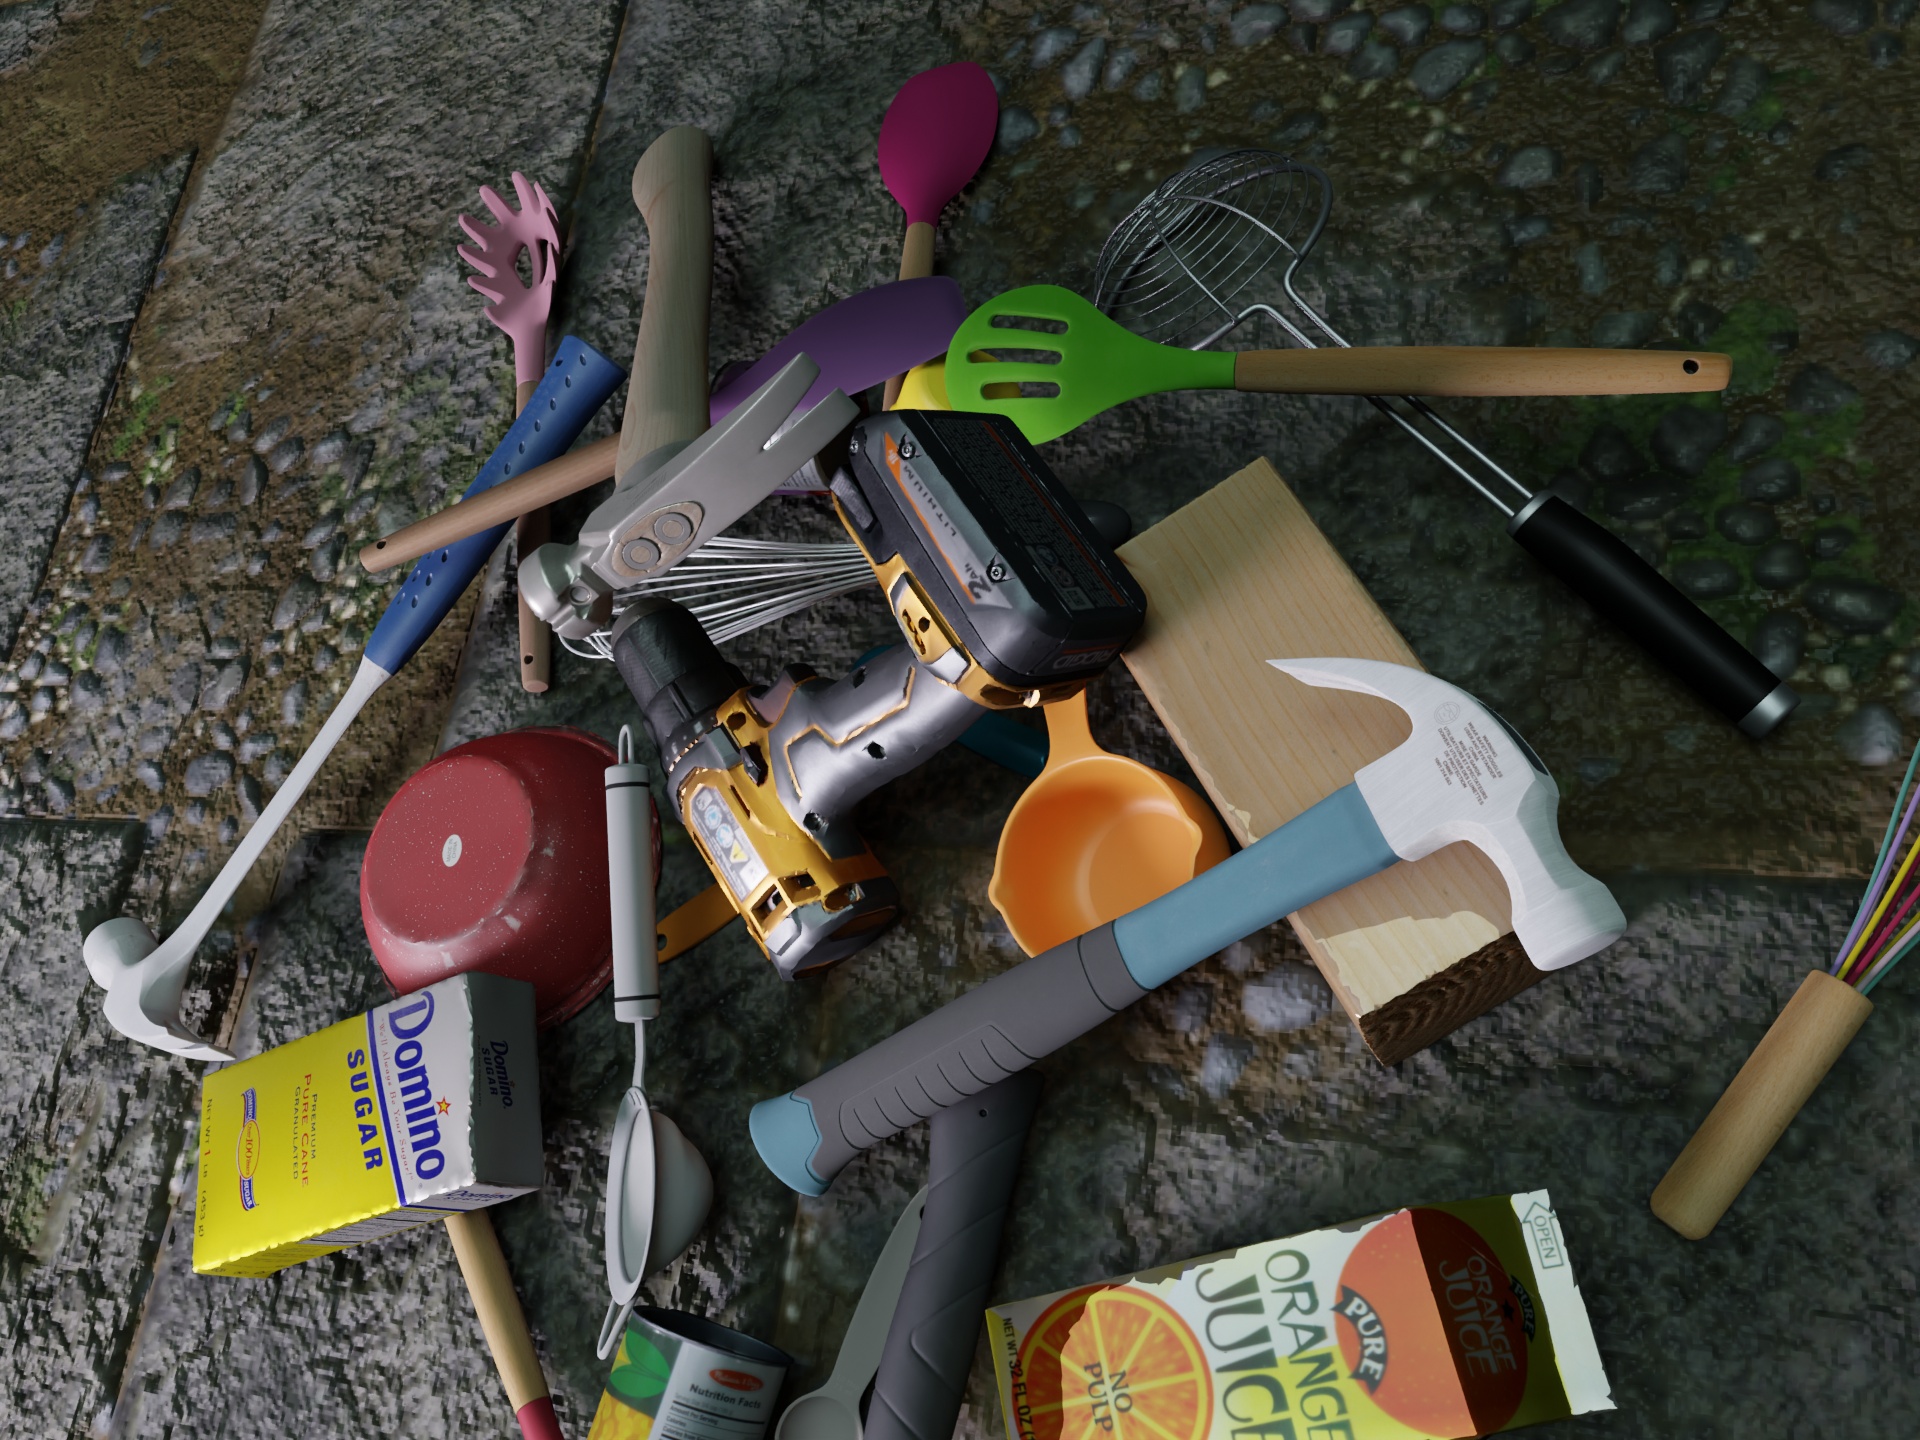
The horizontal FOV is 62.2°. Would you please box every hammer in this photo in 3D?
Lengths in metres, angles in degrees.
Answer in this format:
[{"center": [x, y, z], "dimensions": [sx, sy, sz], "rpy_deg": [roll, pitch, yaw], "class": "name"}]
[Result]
[{"center": [-0.031, 0.322, 0.562], "dimensions": [0.149, 0.036, 0.409], "rpy_deg": [12, 70, 9], "class": "hammer"}, {"center": [-0.292, -0.017, 0.791], "dimensions": [0.144, 0.035, 0.405], "rpy_deg": [27, 81, 48], "class": "hammer"}, {"center": [-0.125, -0.201, 0.741], "dimensions": [0.146, 0.038, 0.411], "rpy_deg": [-34, 36, 18], "class": "hammer"}, {"center": [0.050, 0.090, 0.561], "dimensions": [0.331, 0.033, 0.128], "rpy_deg": [-34, 62, 25], "class": "hammer"}]

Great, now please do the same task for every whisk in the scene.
[{"center": [0.311, 0.072, 0.542], "dimensions": [0.051, 0.047, 0.245], "rpy_deg": [36, 88, 29], "class": "whisk"}, {"center": [-0.060, -0.069, 0.746], "dimensions": [0.284, 0.070, 0.070], "rpy_deg": [-7, 66, 13], "class": "whisk"}]

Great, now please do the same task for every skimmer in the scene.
[{"center": [0.195, -0.119, 0.677], "dimensions": [0.127, 0.090, 0.363], "rpy_deg": [-45, 70, 5], "class": "skimmer"}]

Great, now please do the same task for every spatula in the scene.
[{"center": [-0.144, -0.135, 0.745], "dimensions": [0.316, 0.018, 0.060], "rpy_deg": [-22, 57, 10], "class": "spatula"}]

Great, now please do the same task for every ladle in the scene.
[{"center": [-0.189, 0.264, 0.667], "dimensions": [0.069, 0.031, 0.316], "rpy_deg": [-37, 58, 6], "class": "ladle"}]

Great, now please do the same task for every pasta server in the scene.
[{"center": [-0.237, -0.161, 0.861], "dimensions": [0.060, 0.040, 0.316], "rpy_deg": [-16, 64, 17], "class": "pasta server"}]

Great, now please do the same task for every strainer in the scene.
[{"center": [-0.133, 0.128, 0.667], "dimensions": [0.050, 0.087, 0.258], "rpy_deg": [0, 80, -24], "class": "strainer"}]

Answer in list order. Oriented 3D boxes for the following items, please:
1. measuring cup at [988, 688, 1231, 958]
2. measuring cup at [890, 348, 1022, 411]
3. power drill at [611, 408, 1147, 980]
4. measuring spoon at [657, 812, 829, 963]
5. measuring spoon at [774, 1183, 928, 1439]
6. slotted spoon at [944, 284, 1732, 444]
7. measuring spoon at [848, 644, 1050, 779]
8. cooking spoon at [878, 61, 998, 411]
[{"center": [0.058, 0.021, 0.645], "dimensions": [0.095, 0.052, 0.174], "rpy_deg": [-20, 66, 30], "class": "measuring cup"}, {"center": [-0.001, -0.102, 0.696], "dimensions": [0.062, 0.029, 0.157], "rpy_deg": [8, 57, -10], "class": "measuring cup"}, {"center": [-0.052, -0.027, 0.647], "dimensions": [0.226, 0.084, 0.185], "rpy_deg": [-48, 66, 34], "class": "power drill"}, {"center": [-0.102, 0.076, 0.720], "dimensions": [0.117, 0.011, 0.021], "rpy_deg": [-35, 60, 4], "class": "measuring spoon"}, {"center": [-0.033, 0.239, 0.625], "dimensions": [0.034, 0.018, 0.124], "rpy_deg": [25, 72, 11], "class": "measuring spoon"}, {"center": [0.137, -0.142, 0.639], "dimensions": [0.314, 0.031, 0.070], "rpy_deg": [5, 88, 19], "class": "slotted spoon"}, {"center": [-0.001, -0.002, 0.707], "dimensions": [0.129, 0.021, 0.042], "rpy_deg": [24, 79, 29], "class": "measuring spoon"}, {"center": [-0.021, -0.226, 0.793], "dimensions": [0.069, 0.017, 0.319], "rpy_deg": [-7, 57, 18], "class": "cooking spoon"}]
